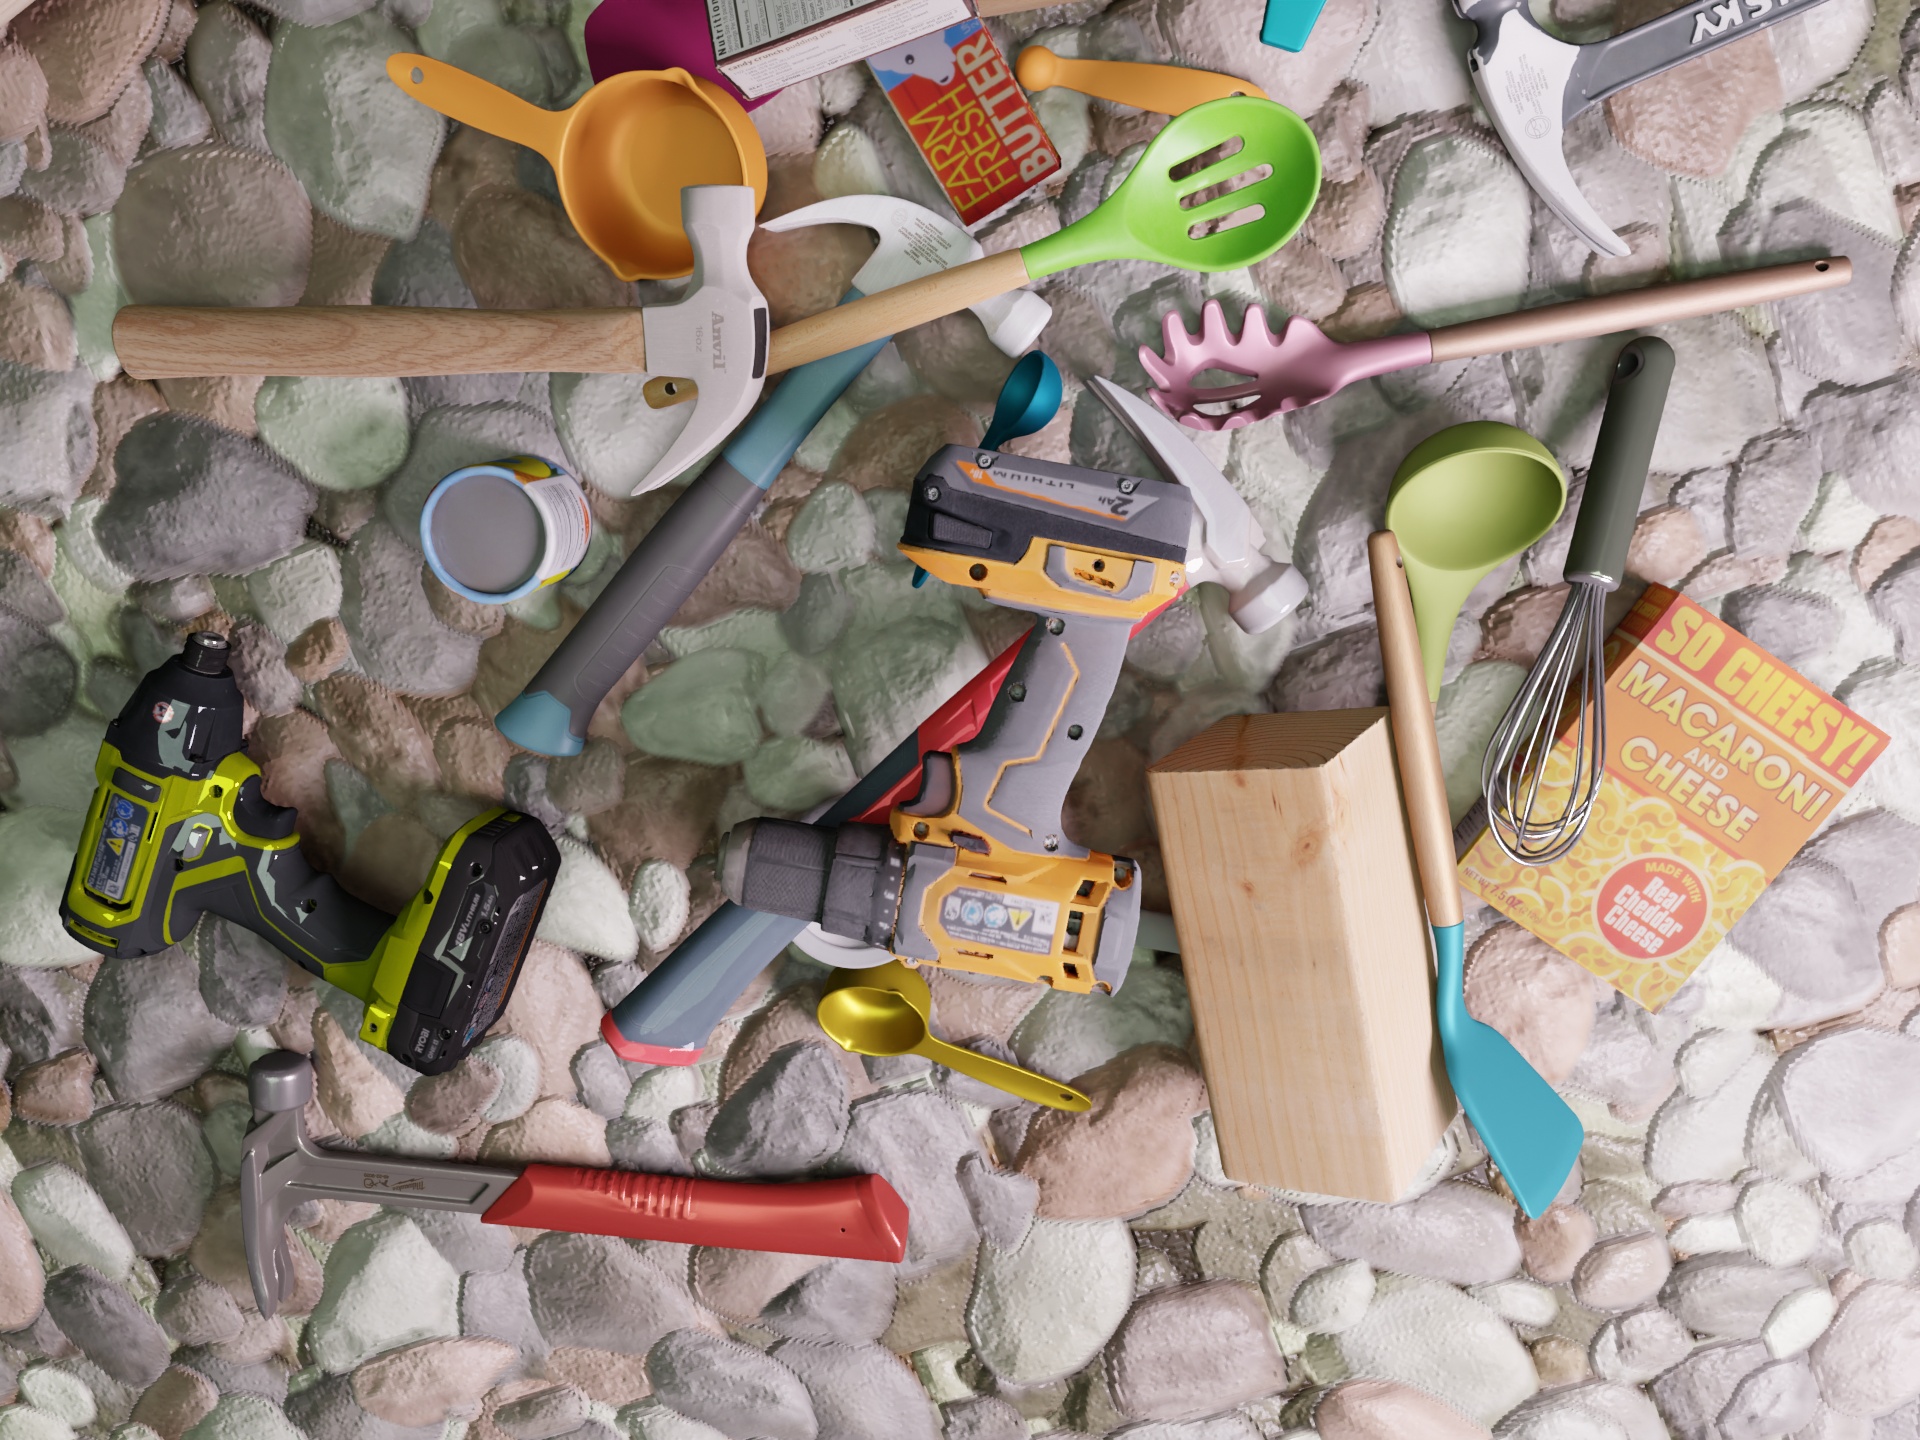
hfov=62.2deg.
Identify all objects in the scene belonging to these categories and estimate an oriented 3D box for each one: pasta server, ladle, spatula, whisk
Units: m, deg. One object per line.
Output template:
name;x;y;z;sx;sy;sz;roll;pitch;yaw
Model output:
pasta server;0.239;-0.177;0.716;0.316;0.040;0.060;-9;73;5
ladle;0.217;0.018;0.754;0.078;0.062;0.320;6;106;-4
spatula;0.229;0.067;0.726;0.044;0.082;0.317;-4;106;39
whisk;0.282;-0.054;0.714;0.059;0.058;0.246;16;87;-20

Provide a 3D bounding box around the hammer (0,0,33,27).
hammer;-0.374;-0.361;0.700;0.410;0.038;0.146;-30;67;14

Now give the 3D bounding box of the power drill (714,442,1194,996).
power drill;-0.001;-0.002;0.689;0.185;0.084;0.226;10;97;-1

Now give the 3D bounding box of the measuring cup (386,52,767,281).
measuring cup;-0.169;-0.264;0.719;0.173;0.052;0.095;24;116;2

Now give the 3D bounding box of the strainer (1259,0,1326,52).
strainer;0.224;-0.427;0.633;0.340;0.095;0.211;-27;102;8

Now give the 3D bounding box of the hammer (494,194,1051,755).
hammer;-0.111;-0.108;0.762;0.128;0.033;0.331;40;103;-6

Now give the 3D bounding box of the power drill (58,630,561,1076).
power drill;-0.327;0.069;0.799;0.223;0.080;0.171;24;104;2

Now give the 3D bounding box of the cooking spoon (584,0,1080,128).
cooking spoon;-0.013;-0.320;0.713;0.319;0.017;0.068;-7;112;6

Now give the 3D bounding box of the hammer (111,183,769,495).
hammer;-0.244;-0.171;0.728;0.331;0.031;0.130;3;106;16

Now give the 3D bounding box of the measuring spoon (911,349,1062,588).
measuring spoon;0.014;-0.114;0.755;0.021;0.042;0.128;21;113;-23

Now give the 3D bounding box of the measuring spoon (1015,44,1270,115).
measuring spoon;0.082;-0.287;0.716;0.117;0.011;0.021;10;103;2

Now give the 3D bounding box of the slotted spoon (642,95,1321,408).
slotted spoon;0.003;-0.195;0.703;0.314;0.031;0.070;-17;102;9

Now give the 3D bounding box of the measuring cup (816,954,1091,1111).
measuring cup;0.000;0.163;0.819;0.156;0.029;0.062;25;132;-15

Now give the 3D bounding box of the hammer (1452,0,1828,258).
hammer;0.422;-0.333;0.667;0.409;0.036;0.149;-21;101;9

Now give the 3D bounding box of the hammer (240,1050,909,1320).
hammer;-0.208;0.266;0.853;0.359;0.037;0.149;4;103;4

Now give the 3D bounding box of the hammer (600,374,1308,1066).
hammer;-0.026;0.012;0.744;0.386;0.038;0.143;-41;96;0

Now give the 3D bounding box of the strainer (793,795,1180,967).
strainer;0.015;0.091;0.792;0.258;0.050;0.087;11;95;-2
